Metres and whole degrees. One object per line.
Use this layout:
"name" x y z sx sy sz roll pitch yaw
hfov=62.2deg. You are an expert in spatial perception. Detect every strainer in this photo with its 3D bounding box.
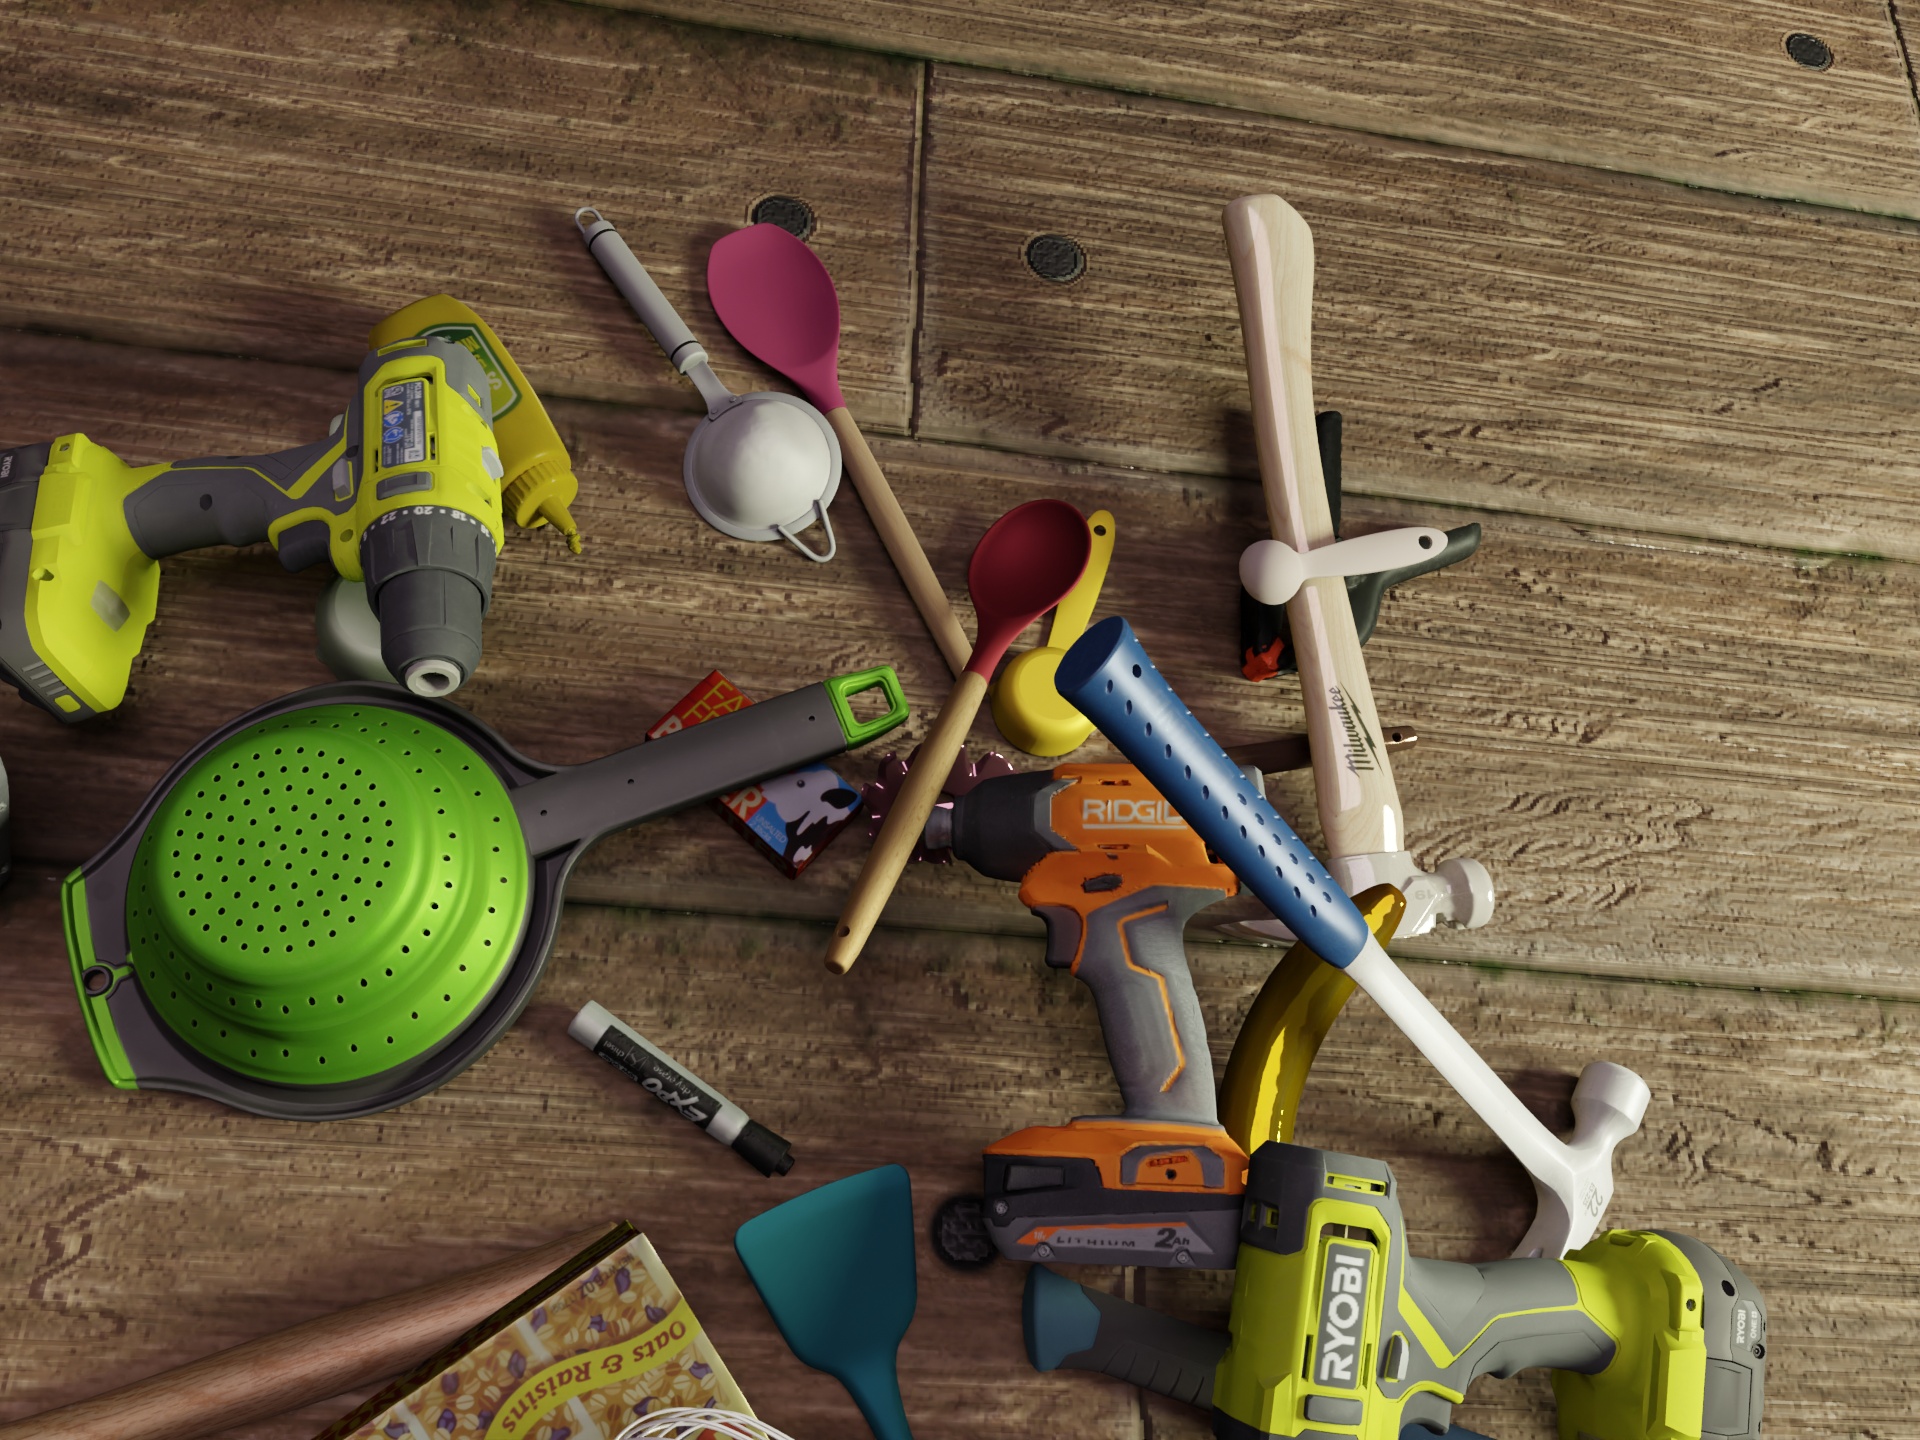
"strainer" -0.147 -0.194 0.876 0.087 0.050 0.259 -34 74 -7

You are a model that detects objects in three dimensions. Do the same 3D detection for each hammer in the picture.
"hammer" 0.179 0.112 0.711 0.405 0.035 0.144 46 63 -22
"hammer" 0.178 -0.086 0.849 0.146 0.038 0.411 -4 79 -17
"hammer" -0.299 0.276 0.651 0.331 0.031 0.130 -13 70 -16
"hammer" 0.183 0.322 0.724 0.331 0.033 0.128 20 66 -2

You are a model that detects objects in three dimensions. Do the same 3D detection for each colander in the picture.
"colander" -0.208 0.040 0.714 0.397 0.094 0.205 -20 74 -12

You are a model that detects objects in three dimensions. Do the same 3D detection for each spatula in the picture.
"spatula" -0.009 0.353 0.668 0.082 0.044 0.318 -16 72 -21

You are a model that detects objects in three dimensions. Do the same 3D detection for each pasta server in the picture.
"pasta server" 0.100 0.028 0.830 0.316 0.040 0.060 -8 81 -15

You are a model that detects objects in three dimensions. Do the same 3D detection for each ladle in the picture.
"ladle" -0.001 -0.002 0.781 0.069 0.031 0.316 2 44 26

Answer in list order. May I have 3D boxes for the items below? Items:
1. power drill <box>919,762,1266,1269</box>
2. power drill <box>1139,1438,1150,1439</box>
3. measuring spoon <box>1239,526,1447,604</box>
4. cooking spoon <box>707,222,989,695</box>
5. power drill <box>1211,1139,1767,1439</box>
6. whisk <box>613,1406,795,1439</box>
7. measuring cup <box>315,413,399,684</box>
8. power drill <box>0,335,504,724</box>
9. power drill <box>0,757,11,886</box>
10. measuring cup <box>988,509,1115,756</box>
"power drill" 0.059 0.130 0.734 0.164 0.084 0.227 1 74 5
"power drill" 0.148 0.411 0.658 0.219 0.078 0.143 24 64 3
"measuring spoon" 0.203 -0.087 0.826 0.124 0.018 0.034 -12 81 -17
"cooking spoon" -0.059 -0.149 0.884 0.069 0.017 0.319 -24 73 -9
"power drill" 0.214 0.278 0.661 0.223 0.080 0.171 13 77 -15
"whisk" -0.007 0.330 0.617 0.284 0.070 0.070 18 65 -2
"measuring cup" -0.296 -0.091 0.801 0.083 0.038 0.168 -16 73 -17
"power drill" -0.322 -0.076 0.728 0.228 0.080 0.191 -13 56 -1
"power drill" -0.518 0.070 0.640 0.226 0.185 0.084 -25 73 -39
"measuring cup" 0.061 -0.055 0.860 0.062 0.029 0.157 20 67 -2
